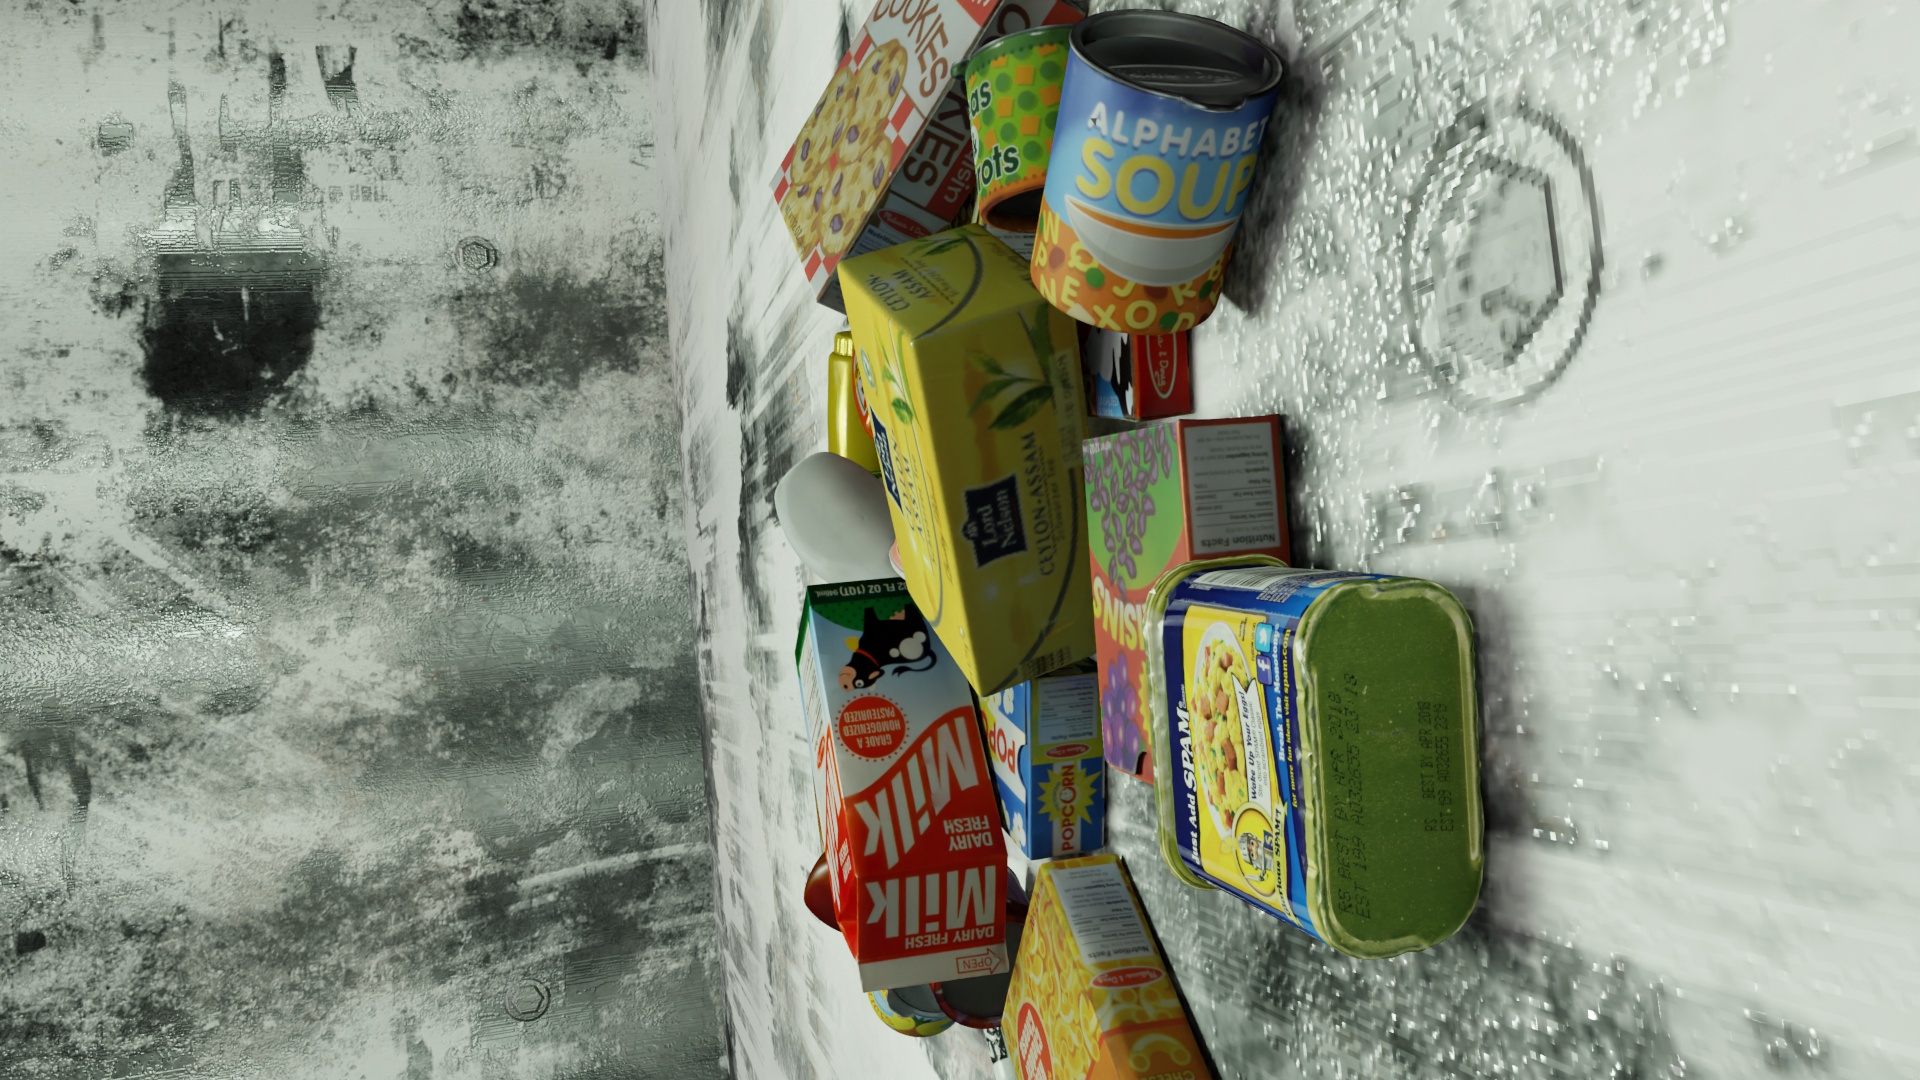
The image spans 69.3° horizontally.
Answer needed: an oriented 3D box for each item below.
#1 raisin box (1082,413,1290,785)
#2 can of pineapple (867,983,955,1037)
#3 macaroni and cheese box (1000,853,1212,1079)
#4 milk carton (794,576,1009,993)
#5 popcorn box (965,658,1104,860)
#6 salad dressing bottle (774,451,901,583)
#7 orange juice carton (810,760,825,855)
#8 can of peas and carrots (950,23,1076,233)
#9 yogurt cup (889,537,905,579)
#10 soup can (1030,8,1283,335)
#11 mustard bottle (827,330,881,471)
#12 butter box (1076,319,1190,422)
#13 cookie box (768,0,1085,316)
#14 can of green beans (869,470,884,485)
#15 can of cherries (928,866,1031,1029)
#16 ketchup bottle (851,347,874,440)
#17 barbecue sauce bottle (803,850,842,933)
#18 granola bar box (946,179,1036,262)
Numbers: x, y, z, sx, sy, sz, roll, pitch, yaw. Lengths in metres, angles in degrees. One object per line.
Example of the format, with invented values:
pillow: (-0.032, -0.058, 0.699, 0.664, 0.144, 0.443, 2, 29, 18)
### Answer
raisin box: (0.078, 0.022, 0.476, 0.086, 0.040, 0.123, 179, 86, -73)
can of pineapple: (-0.022, 0.257, 0.824, 0.057, 0.071, 0.071, 110, 151, -56)
macaroni and cheese box: (0.065, 0.235, 0.572, 0.167, 0.040, 0.123, -112, 24, -48)
milk carton: (-0.029, 0.117, 0.669, 0.073, 0.072, 0.191, 109, 153, -56)
popcorn box: (0.029, 0.087, 0.663, 0.127, 0.038, 0.085, -149, 57, -71)
salad dressing bottle: (-0.045, 0.015, 0.789, 0.148, 0.064, 0.043, 49, 165, 18)
orange juice carton: (-0.041, 0.138, 0.853, 0.191, 0.073, 0.072, 118, 146, -61)
can of peas and carrots: (0.034, -0.153, 0.523, 0.071, 0.071, 0.058, 160, 105, -73)
yogurt cup: (0.002, -0.009, 0.687, 0.072, 0.072, 0.053, -122, 40, -58)
soup can: (0.061, -0.116, 0.447, 0.071, 0.071, 0.083, -111, 23, -45)
mustard bottle: (-0.063, -0.087, 0.916, 0.065, 0.049, 0.159, -130, 39, -68)
butter box: (0.057, -0.075, 0.547, 0.103, 0.024, 0.053, -160, 65, -73)
cookie box: (-0.023, -0.200, 0.641, 0.166, 0.040, 0.123, -53, 36, 24)
can of green beans: (-0.049, -0.011, 0.870, 0.071, 0.058, 0.071, 177, 89, -74)
can of cherries: (0.007, 0.204, 0.706, 0.058, 0.071, 0.071, -132, 41, -64)
ketchup bottle: (-0.037, -0.104, 0.813, 0.064, 0.043, 0.149, -47, 26, 12)
barbecue sauce bottle: (-0.052, 0.200, 0.832, 0.147, 0.065, 0.044, 119, 173, -59)
granola bar box: (-0.003, -0.156, 0.708, 0.166, 0.039, 0.123, -112, 24, -47)
